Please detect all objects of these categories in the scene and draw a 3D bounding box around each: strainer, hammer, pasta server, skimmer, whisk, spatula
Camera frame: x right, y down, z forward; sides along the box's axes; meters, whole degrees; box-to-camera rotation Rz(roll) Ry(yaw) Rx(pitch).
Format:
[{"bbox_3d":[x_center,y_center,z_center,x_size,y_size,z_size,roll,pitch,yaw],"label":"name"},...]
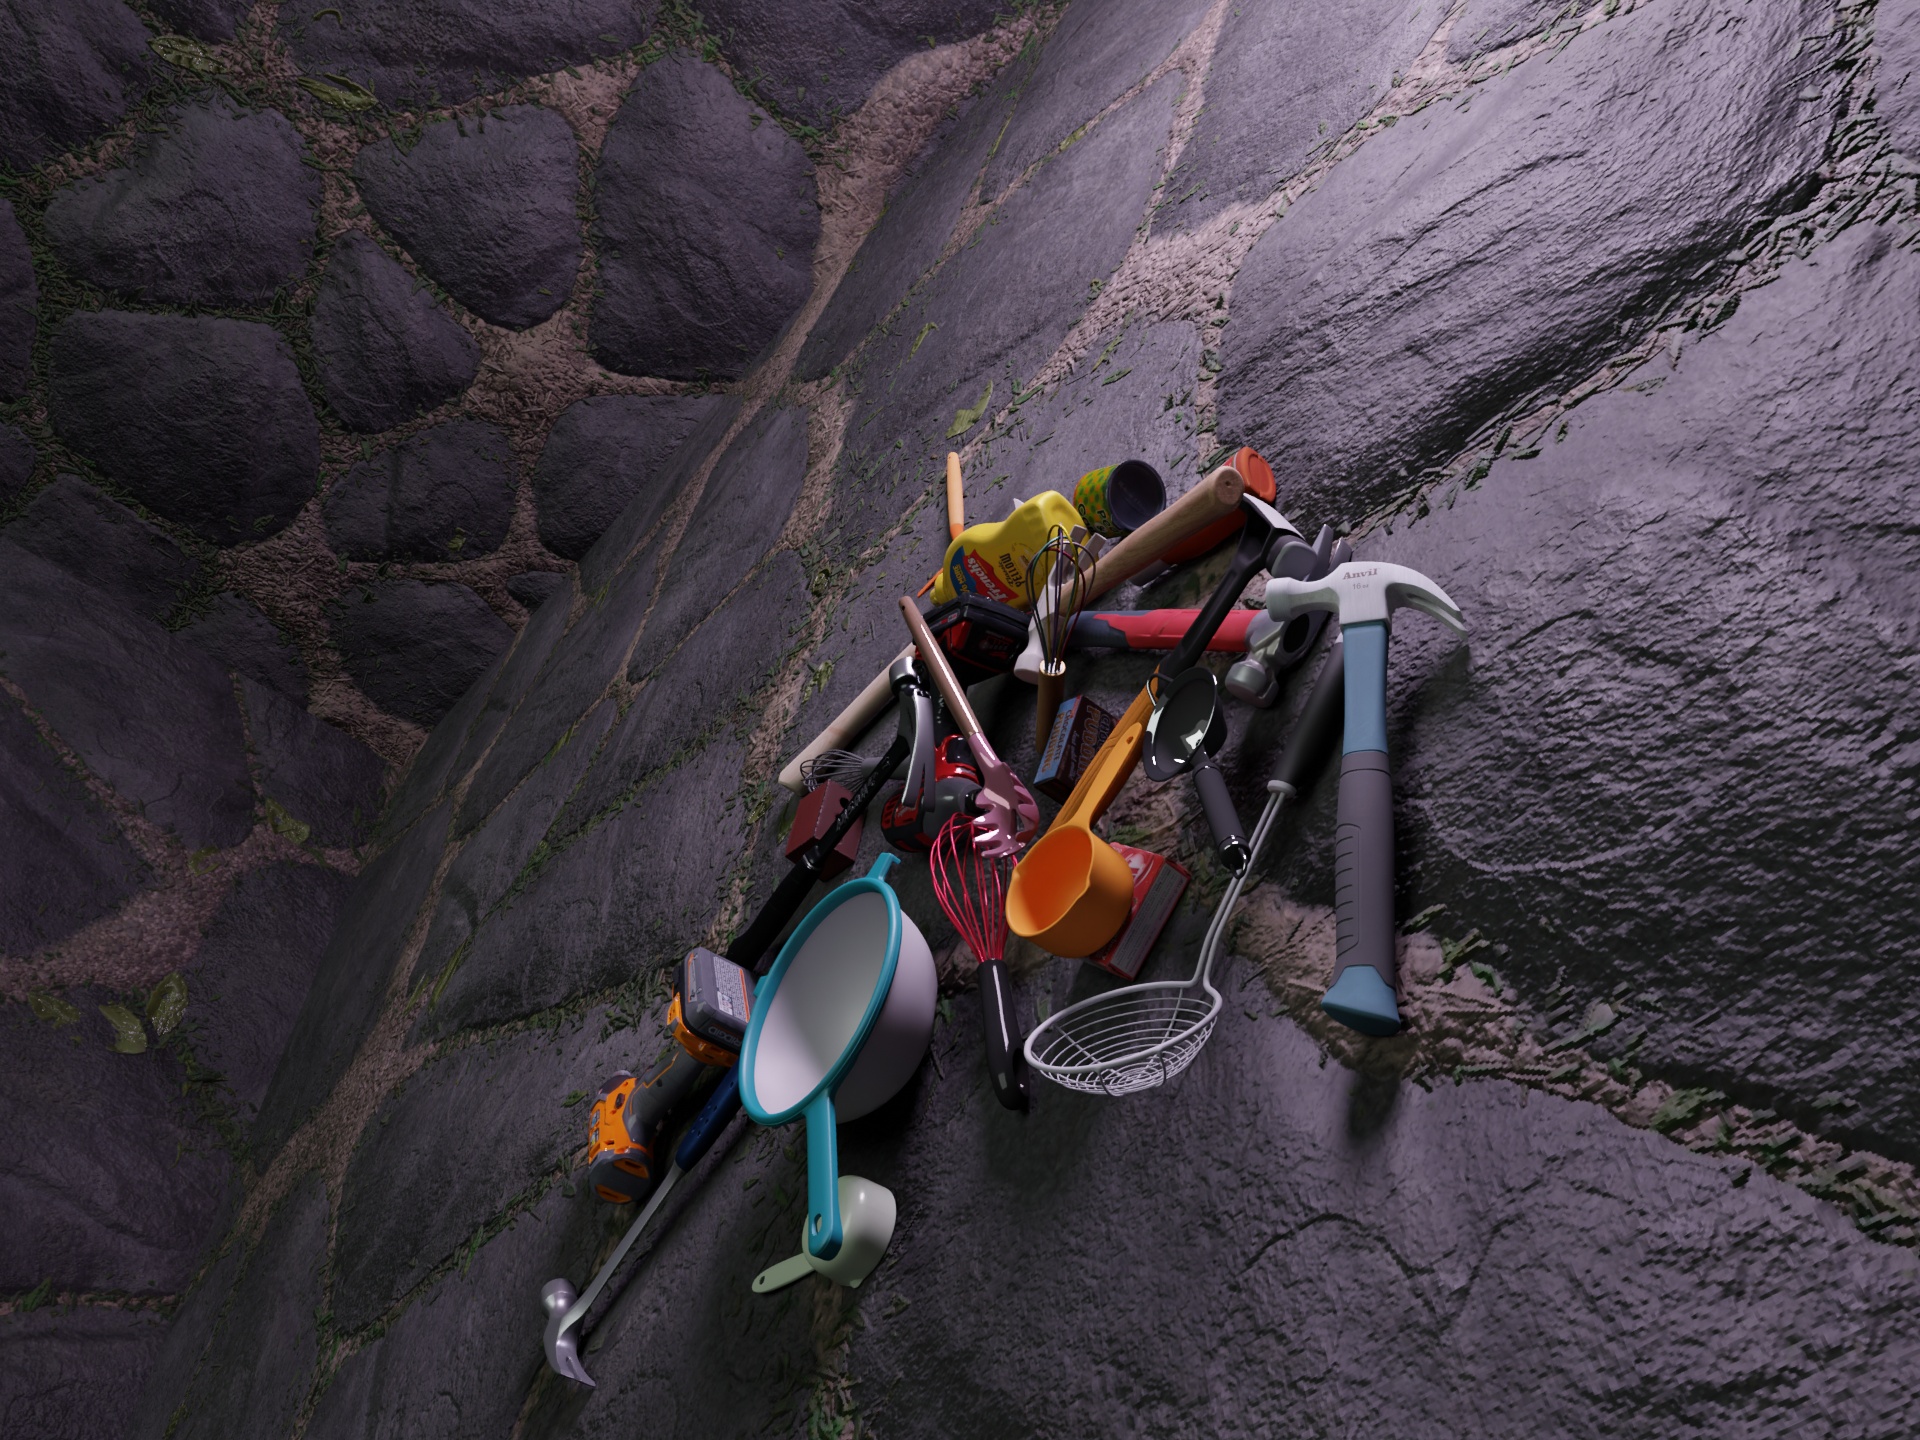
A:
[{"bbox_3d":[-0.077,0.277,1.223,0.211,0.095,0.341,-46,28,25],"label":"strainer"},{"bbox_3d":[-0.253,0.409,1.426,0.405,0.035,0.144,-55,24,4],"label":"hammer"},{"bbox_3d":[-0.002,-0.004,1.328,0.060,0.040,0.317,-54,42,27],"label":"pasta server"},{"bbox_3d":[0.141,-0.015,1.191,0.336,0.034,0.127,-59,27,20],"label":"hammer"},{"bbox_3d":[0.164,0.083,1.034,0.363,0.090,0.127,-61,23,-14],"label":"skimmer"},{"bbox_3d":[0.163,-0.088,1.317,0.143,0.038,0.386,-59,25,-11],"label":"hammer"},{"bbox_3d":[0.130,-0.128,1.252,0.331,0.031,0.130,-33,37,66],"label":"hammer"},{"bbox_3d":[0.075,-0.056,1.272,0.047,0.244,0.051,29,52,25],"label":"whisk"},{"bbox_3d":[0.160,0.035,1.037,0.087,0.050,0.259,-59,14,22],"label":"strainer"},{"bbox_3d":[-0.055,-0.065,1.683,0.410,0.038,0.146,-43,25,24],"label":"hammer"},{"bbox_3d":[0.021,0.176,1.218,0.073,0.073,0.296,-43,32,24],"label":"whisk"},{"bbox_3d":[0.247,0.036,0.974,0.128,0.033,0.331,-7,53,24],"label":"hammer"},{"bbox_3d":[-0.011,-0.236,1.816,0.081,0.041,0.323,-44,26,25],"label":"spatula"},{"bbox_3d":[-0.127,0.125,1.474,0.408,0.036,0.149,-53,34,38],"label":"hammer"},{"bbox_3d":[-0.088,0.051,1.591,0.239,0.055,0.055,-7,52,53],"label":"whisk"}]

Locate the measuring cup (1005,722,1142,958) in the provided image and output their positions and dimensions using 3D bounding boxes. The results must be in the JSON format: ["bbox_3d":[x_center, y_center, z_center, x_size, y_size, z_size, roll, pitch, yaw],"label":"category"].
[{"bbox_3d":[0.100,0.087,1.118,0.174,0.052,0.095,-60,26,-13],"label":"measuring cup"}]

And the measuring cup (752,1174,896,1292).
[{"bbox_3d":[-0.117,0.397,1.203,0.167,0.038,0.083,-36,31,32],"label":"measuring cup"}]

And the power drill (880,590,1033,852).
[{"bbox_3d":[-0.002,0.006,1.416,0.143,0.078,0.220,-21,53,59],"label":"power drill"}]

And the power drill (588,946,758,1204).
[{"bbox_3d":[-0.285,0.335,1.543,0.226,0.084,0.164,-53,24,12],"label":"power drill"}]
